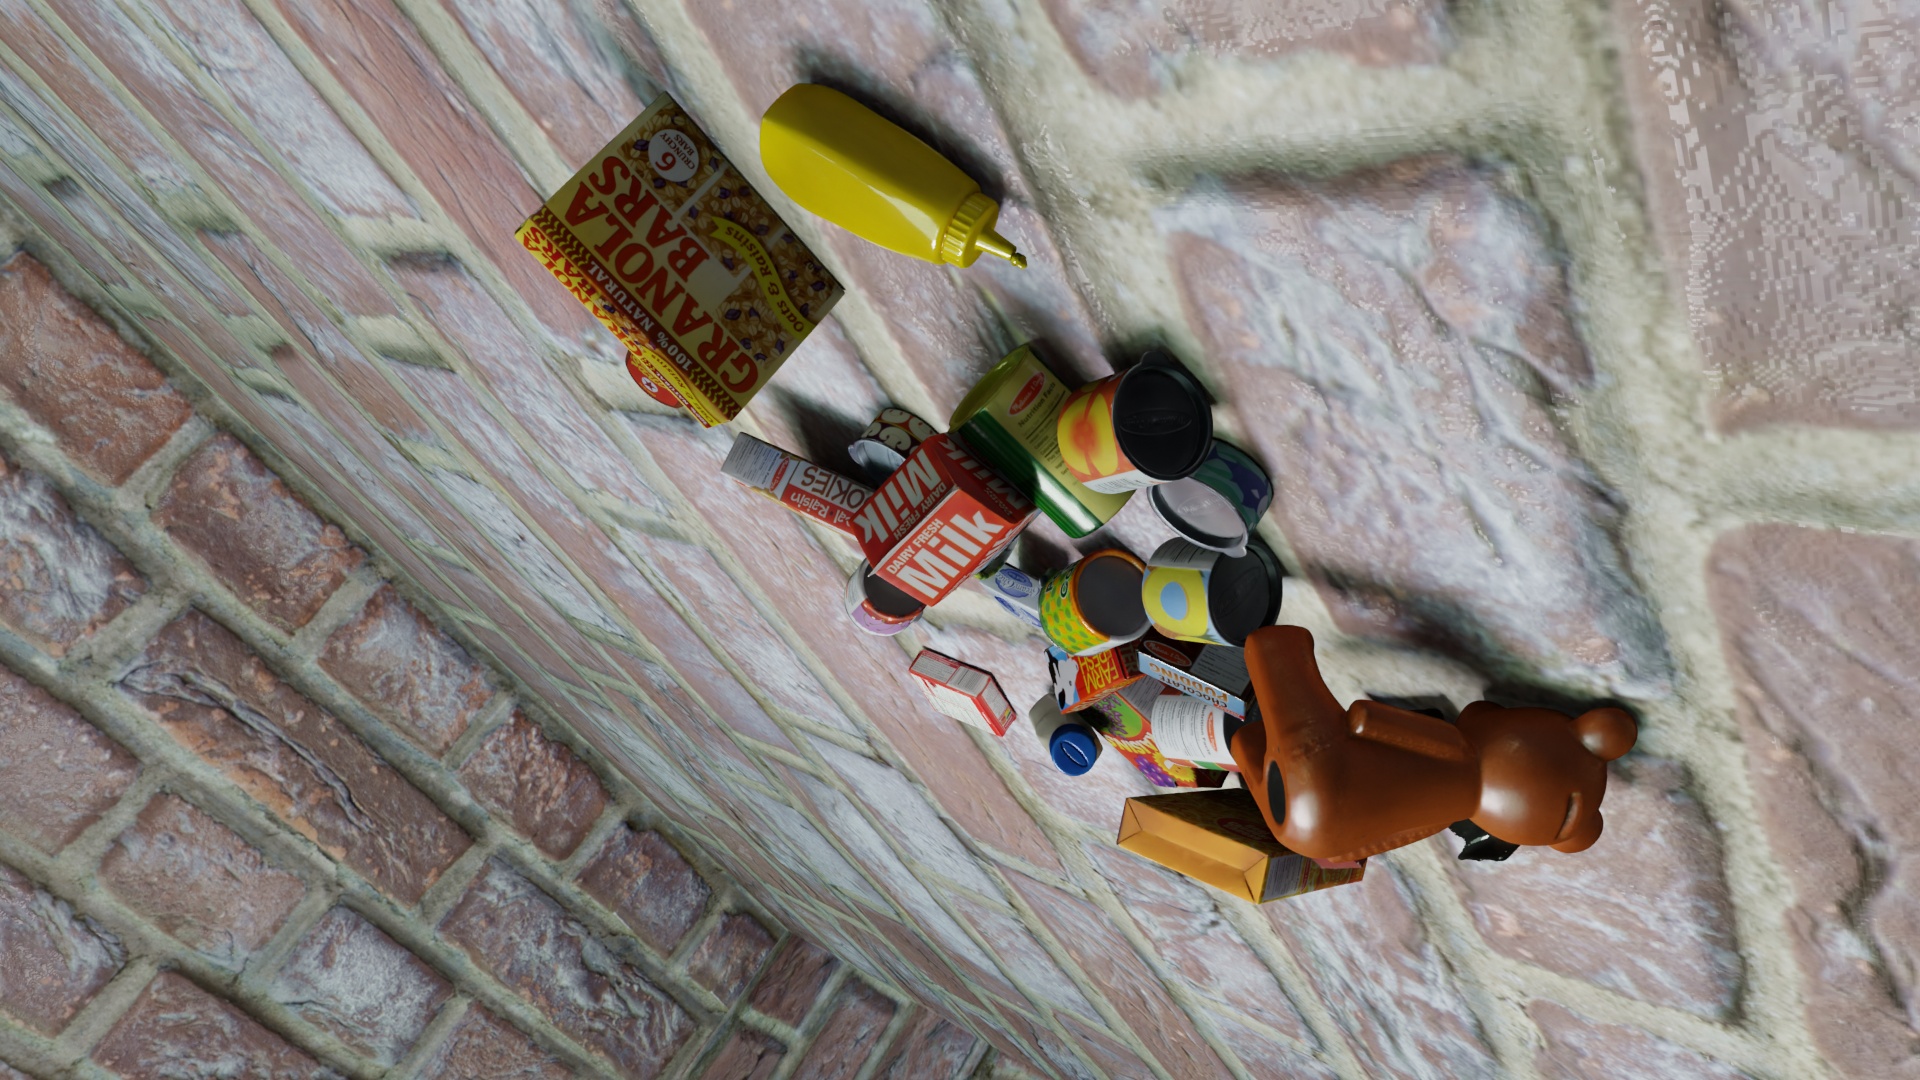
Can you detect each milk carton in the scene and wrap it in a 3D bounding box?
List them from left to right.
[{"bbox_3d":[-0.005,-0.018,0.842,0.073,0.072,0.191,45,-164,4],"label":"milk carton"}]

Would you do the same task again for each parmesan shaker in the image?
[{"bbox_3d":[0.051,-0.056,0.829,0.103,0.071,0.071,43,156,-14],"label":"parmesan shaker"}]

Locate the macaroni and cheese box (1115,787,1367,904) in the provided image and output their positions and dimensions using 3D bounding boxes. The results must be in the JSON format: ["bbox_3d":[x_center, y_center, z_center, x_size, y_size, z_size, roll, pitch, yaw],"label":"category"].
[{"bbox_3d":[0.217,0.226,1.050,0.124,0.040,0.167,16,-174,41],"label":"macaroni and cheese box"}]

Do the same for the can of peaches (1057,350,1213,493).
[{"bbox_3d":[0.095,-0.064,0.765,0.071,0.071,0.058,44,156,-16],"label":"can of peaches"}]

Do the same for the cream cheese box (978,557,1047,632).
[{"bbox_3d":[0.051,0.044,1.041,0.053,0.024,0.103,27,172,19],"label":"cream cheese box"}]

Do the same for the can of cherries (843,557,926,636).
[{"bbox_3d":[-0.058,0.043,1.177,0.071,0.072,0.058,38,155,-2],"label":"can of cherries"}]

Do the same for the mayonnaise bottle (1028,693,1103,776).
[{"bbox_3d":[0.089,0.164,1.156,0.065,0.041,0.148,43,-179,0],"label":"mayonnaise bottle"}]

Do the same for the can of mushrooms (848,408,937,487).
[{"bbox_3d":[-0.043,-0.062,0.998,0.071,0.033,0.070,30,156,15],"label":"can of mushrooms"}]

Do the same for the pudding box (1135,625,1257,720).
[{"bbox_3d":[0.168,0.080,0.947,0.084,0.050,0.030,25,152,24],"label":"pudding box"}]

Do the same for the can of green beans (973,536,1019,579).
[{"bbox_3d":[0.005,-0.013,0.980,0.058,0.071,0.071,26,154,24],"label":"can of green beans"}]

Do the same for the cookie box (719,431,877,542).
[{"bbox_3d":[-0.084,-0.023,1.070,0.167,0.040,0.123,25,176,26],"label":"cookie box"}]

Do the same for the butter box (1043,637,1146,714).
[{"bbox_3d":[0.101,0.092,1.044,0.103,0.024,0.053,-41,60,58],"label":"butter box"}]

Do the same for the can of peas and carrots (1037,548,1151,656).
[{"bbox_3d":[0.093,0.041,0.959,0.071,0.071,0.058,40,156,-7],"label":"can of peas and carrots"}]

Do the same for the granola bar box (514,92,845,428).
[{"bbox_3d":[-0.170,-0.170,0.858,0.165,0.125,0.039,47,153,-21],"label":"granola bar box"}]

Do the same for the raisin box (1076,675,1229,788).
[{"bbox_3d":[0.150,0.146,1.109,0.123,0.040,0.086,43,155,-15],"label":"raisin box"}]

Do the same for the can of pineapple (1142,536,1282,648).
[{"bbox_3d":[0.155,0.032,0.853,0.058,0.071,0.071,3,139,54],"label":"can of pineapple"}]

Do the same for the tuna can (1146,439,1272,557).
[{"bbox_3d":[0.146,-0.025,0.803,0.071,0.033,0.070,30,156,15],"label":"tuna can"}]

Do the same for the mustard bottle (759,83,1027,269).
[{"bbox_3d":[-0.031,-0.183,0.736,0.160,0.049,0.065,31,156,11],"label":"mustard bottle"}]

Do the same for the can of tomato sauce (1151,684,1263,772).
[{"bbox_3d":[0.189,0.131,0.995,0.071,0.071,0.083,45,156,-18],"label":"can of tomato sauce"}]

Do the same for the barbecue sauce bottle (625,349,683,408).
[{"bbox_3d":[-0.216,-0.151,1.063,0.065,0.044,0.148,41,156,-8],"label":"barbecue sauce bottle"}]
